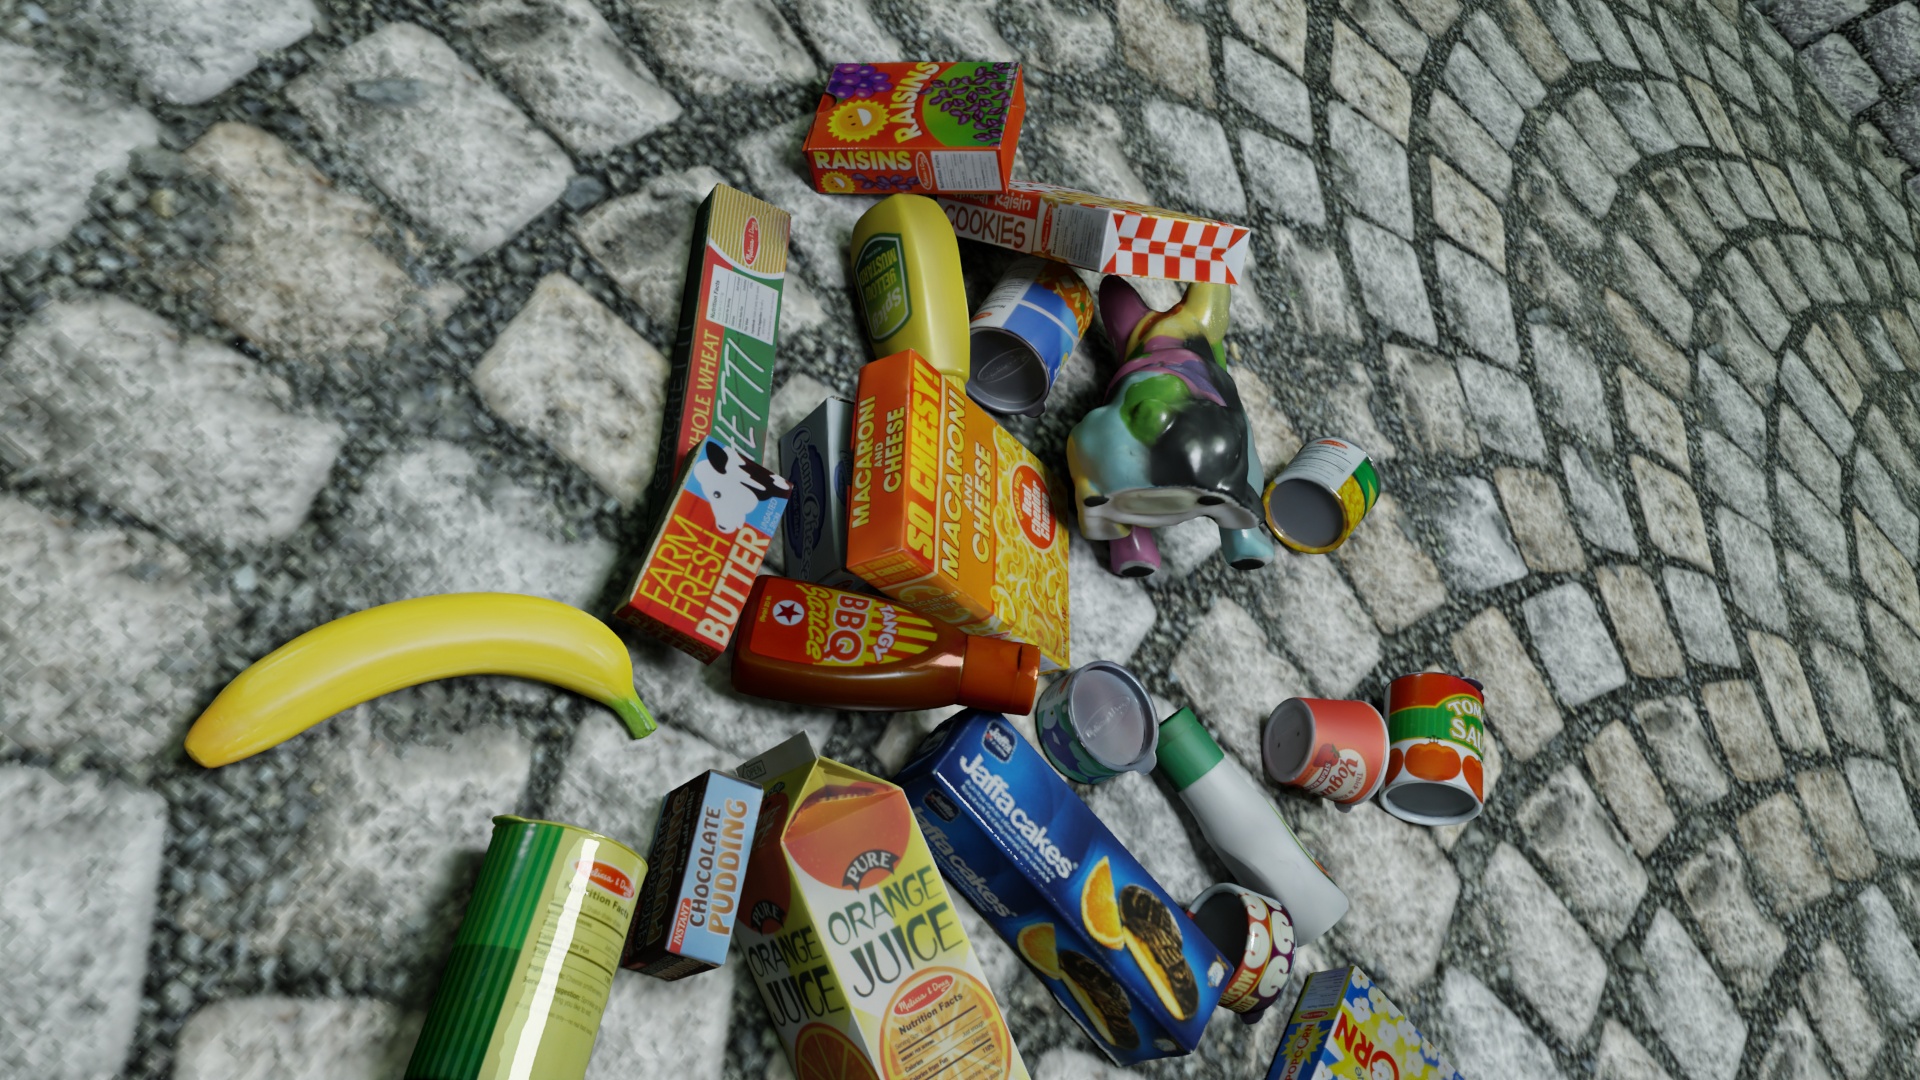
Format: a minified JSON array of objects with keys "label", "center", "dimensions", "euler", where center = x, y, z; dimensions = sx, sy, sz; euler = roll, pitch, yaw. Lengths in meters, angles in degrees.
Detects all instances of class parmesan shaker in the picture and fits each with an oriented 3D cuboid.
[{"label":"parmesan shaker","center":[-0.175,0.172,0.557],"dimensions":[0.071,0.071,0.103],"euler":[27,54,-23]}]

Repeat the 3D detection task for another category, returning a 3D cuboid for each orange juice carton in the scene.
[{"label":"orange juice carton","center":[-0.050,0.184,0.639],"dimensions":[0.073,0.071,0.193],"euler":[-17,78,-41]}]

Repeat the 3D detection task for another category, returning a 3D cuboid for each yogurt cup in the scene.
[{"label":"yogurt cup","center":[0.229,0.131,0.880],"dimensions":[0.054,0.072,0.073],"euler":[14,59,-21]}]

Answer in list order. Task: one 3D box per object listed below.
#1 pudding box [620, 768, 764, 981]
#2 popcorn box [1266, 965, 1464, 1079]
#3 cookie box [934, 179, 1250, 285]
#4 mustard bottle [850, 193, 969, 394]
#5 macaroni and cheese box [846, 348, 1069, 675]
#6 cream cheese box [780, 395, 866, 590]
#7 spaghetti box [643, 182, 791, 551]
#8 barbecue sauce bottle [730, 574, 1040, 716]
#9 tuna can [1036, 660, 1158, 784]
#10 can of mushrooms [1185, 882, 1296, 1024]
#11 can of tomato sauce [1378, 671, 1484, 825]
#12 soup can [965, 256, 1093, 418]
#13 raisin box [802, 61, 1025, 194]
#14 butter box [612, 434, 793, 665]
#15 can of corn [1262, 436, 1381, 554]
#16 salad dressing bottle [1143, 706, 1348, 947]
[{"label":"pudding box","center":[-0.119,0.150,0.621],"dimensions":[0.030,0.049,0.084],"euler":[27,54,-25]},{"label":"popcorn box","center":[0.243,0.323,0.804],"dimensions":[0.126,0.038,0.085],"euler":[47,49,-7]},{"label":"cookie box","center":[0.080,-0.201,0.889],"dimensions":[0.123,0.168,0.040],"euler":[-4,111,-38]},{"label":"mustard bottle","center":[-0.025,-0.126,0.830],"dimensions":[0.049,0.065,0.160],"euler":[1,70,-41]},{"label":"macaroni and cheese box","center":[0.003,-0.010,0.763],"dimensions":[0.166,0.040,0.124],"euler":[37,45,-47]},{"label":"cream cheese box","center":[-0.073,-0.020,0.743],"dimensions":[0.024,0.053,0.104],"euler":[13,60,-35]},{"label":"spaghetti box","center":[-0.130,-0.085,0.752],"dimensions":[0.050,0.028,0.251],"euler":[19,57,-28]},{"label":"barbecue sauce bottle","center":[-0.036,0.058,0.694],"dimensions":[0.149,0.043,0.065],"euler":[10,45,-1]},{"label":"tuna can","center":[0.080,0.107,0.802],"dimensions":[0.071,0.032,0.071],"euler":[17,58,-29]},{"label":"can of mushrooms","center":[0.151,0.227,0.768],"dimensions":[0.033,0.070,0.071],"euler":[26,54,-23]},{"label":"can of tomato sauce","center":[0.320,0.140,0.936],"dimensions":[0.071,0.071,0.083],"euler":[30,52,-20]},{"label":"soup can","center":[0.042,-0.128,0.878],"dimensions":[0.071,0.071,0.084],"euler":[42,49,-12]},{"label":"raisin box","center":[-0.027,-0.258,0.867],"dimensions":[0.123,0.040,0.086],"euler":[4,56,13]},{"label":"butter box","center":[-0.123,0.004,0.673],"dimensions":[0.053,0.024,0.104],"euler":[30,54,-19]},{"label":"can of corn","center":[0.256,-0.029,0.984],"dimensions":[0.071,0.071,0.058],"euler":[52,48,-2]},{"label":"salad dressing bottle","center":[0.165,0.167,0.818],"dimensions":[0.044,0.064,0.148],"euler":[-37,82,-8]}]
